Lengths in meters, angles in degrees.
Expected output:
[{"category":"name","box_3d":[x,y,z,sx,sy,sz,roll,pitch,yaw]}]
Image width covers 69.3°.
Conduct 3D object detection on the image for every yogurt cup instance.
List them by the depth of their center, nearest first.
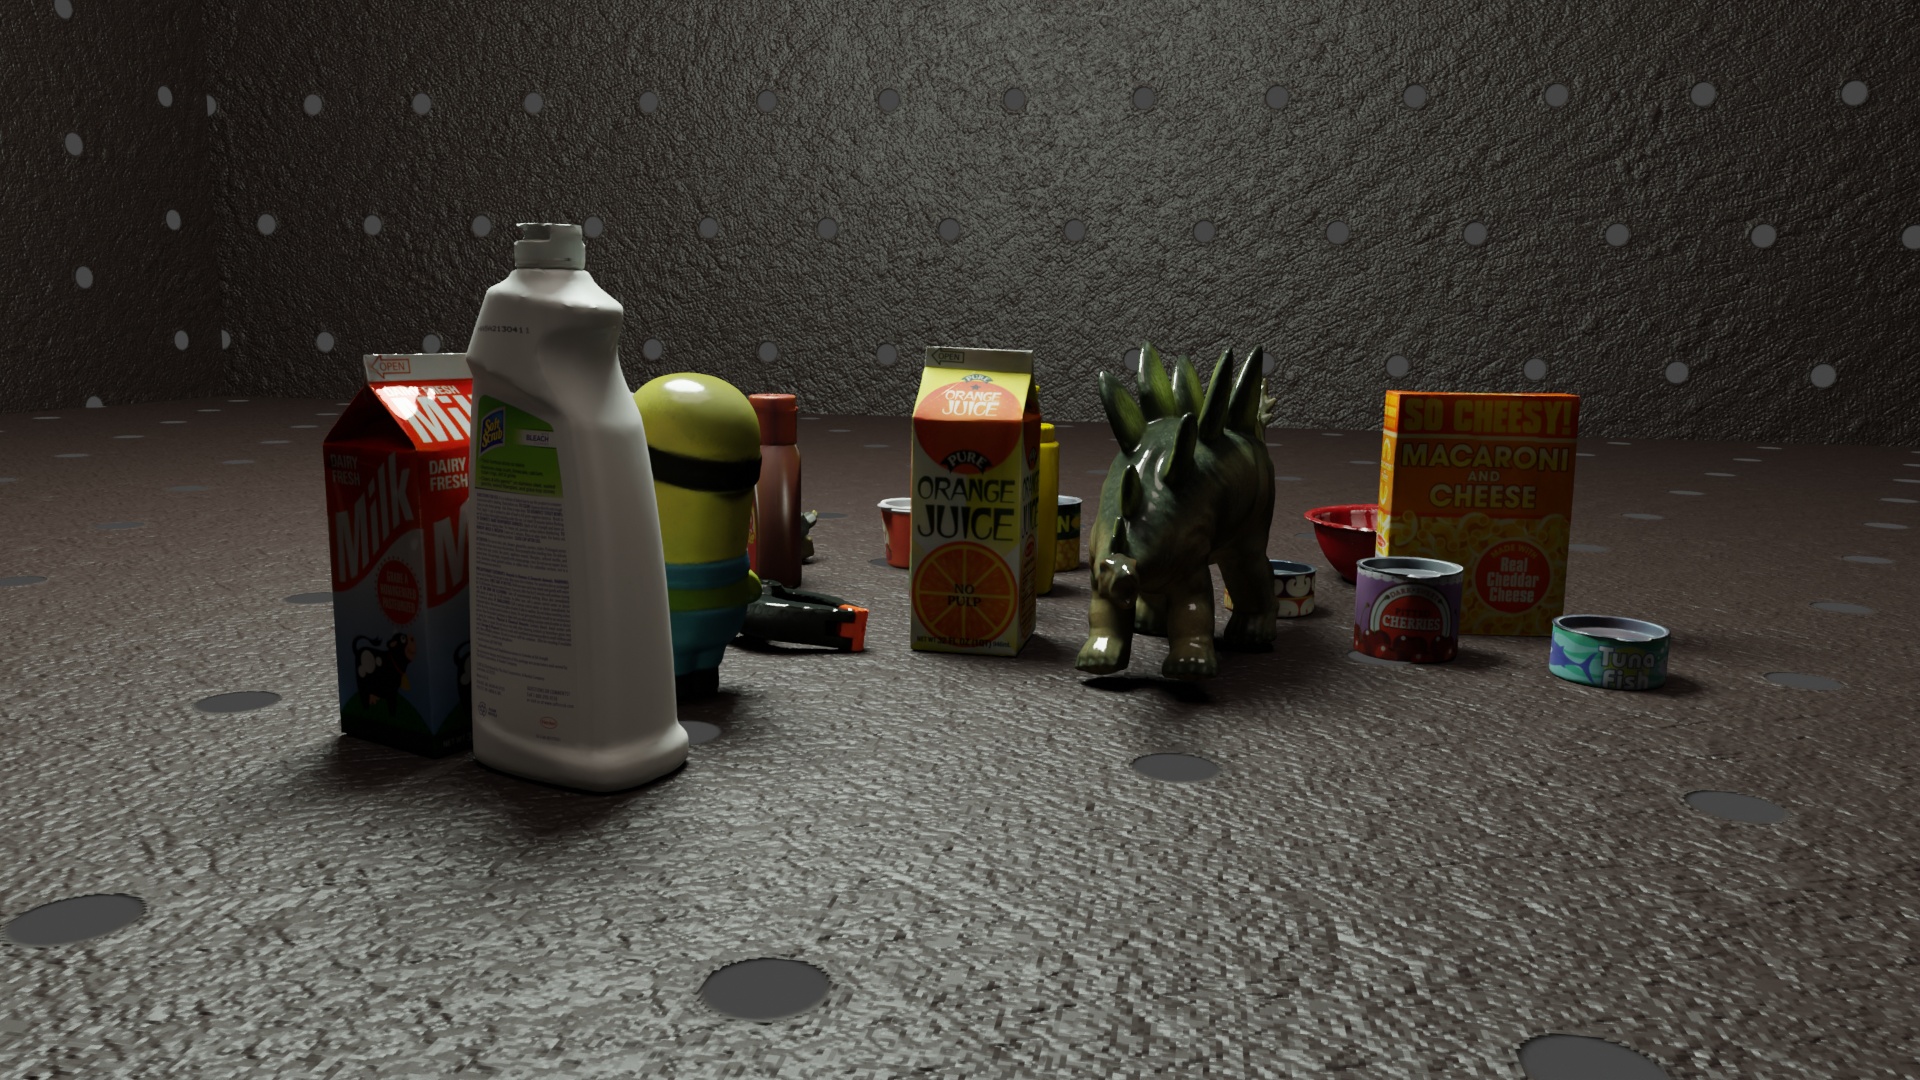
[{"category":"yogurt cup","box_3d":[-0.035,-0.006,1.185,0.072,0.054,0.072,1,9,0]}]

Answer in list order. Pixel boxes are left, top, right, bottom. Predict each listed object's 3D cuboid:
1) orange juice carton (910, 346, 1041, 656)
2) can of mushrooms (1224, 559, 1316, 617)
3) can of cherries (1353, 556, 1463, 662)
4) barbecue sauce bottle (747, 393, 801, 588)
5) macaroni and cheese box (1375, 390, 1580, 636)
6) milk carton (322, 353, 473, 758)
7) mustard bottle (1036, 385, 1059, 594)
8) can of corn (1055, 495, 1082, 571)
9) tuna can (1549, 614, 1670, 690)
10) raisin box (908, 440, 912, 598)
[{"category":"orange juice carton","box_3d":[0.011,-0.028,0.899,0.072,0.192,0.073,3,9,12]},{"category":"can of mushrooms","box_3d":[0.227,0.035,1.028,0.071,0.033,0.071,1,9,0]},{"category":"can of cherries","box_3d":[0.289,0.044,0.900,0.071,0.058,0.071,1,9,0]},{"category":"barbecue sauce bottle","box_3d":[-0.146,-0.039,1.086,0.044,0.148,0.065,-1,9,-11]},{"category":"macaroni and cheese box","box_3d":[0.355,-0.020,0.965,0.124,0.166,0.040,2,9,3]},{"category":"milk carton","box_3d":[-0.261,0.003,0.691,0.073,0.190,0.072,6,10,30]},{"category":"mustard bottle","box_3d":[0.052,-0.040,1.077,0.049,0.160,0.065,1,9,0]},{"category":"can of corn","box_3d":[0.069,-0.006,1.184,0.071,0.058,0.071,1,9,0]},{"category":"tuna can","box_3d":[0.397,0.068,0.847,0.071,0.032,0.071,1,9,0]},{"category":"raisin box","box_3d":[0.004,-0.013,1.017,0.040,0.123,0.086,-6,12,-40]}]
